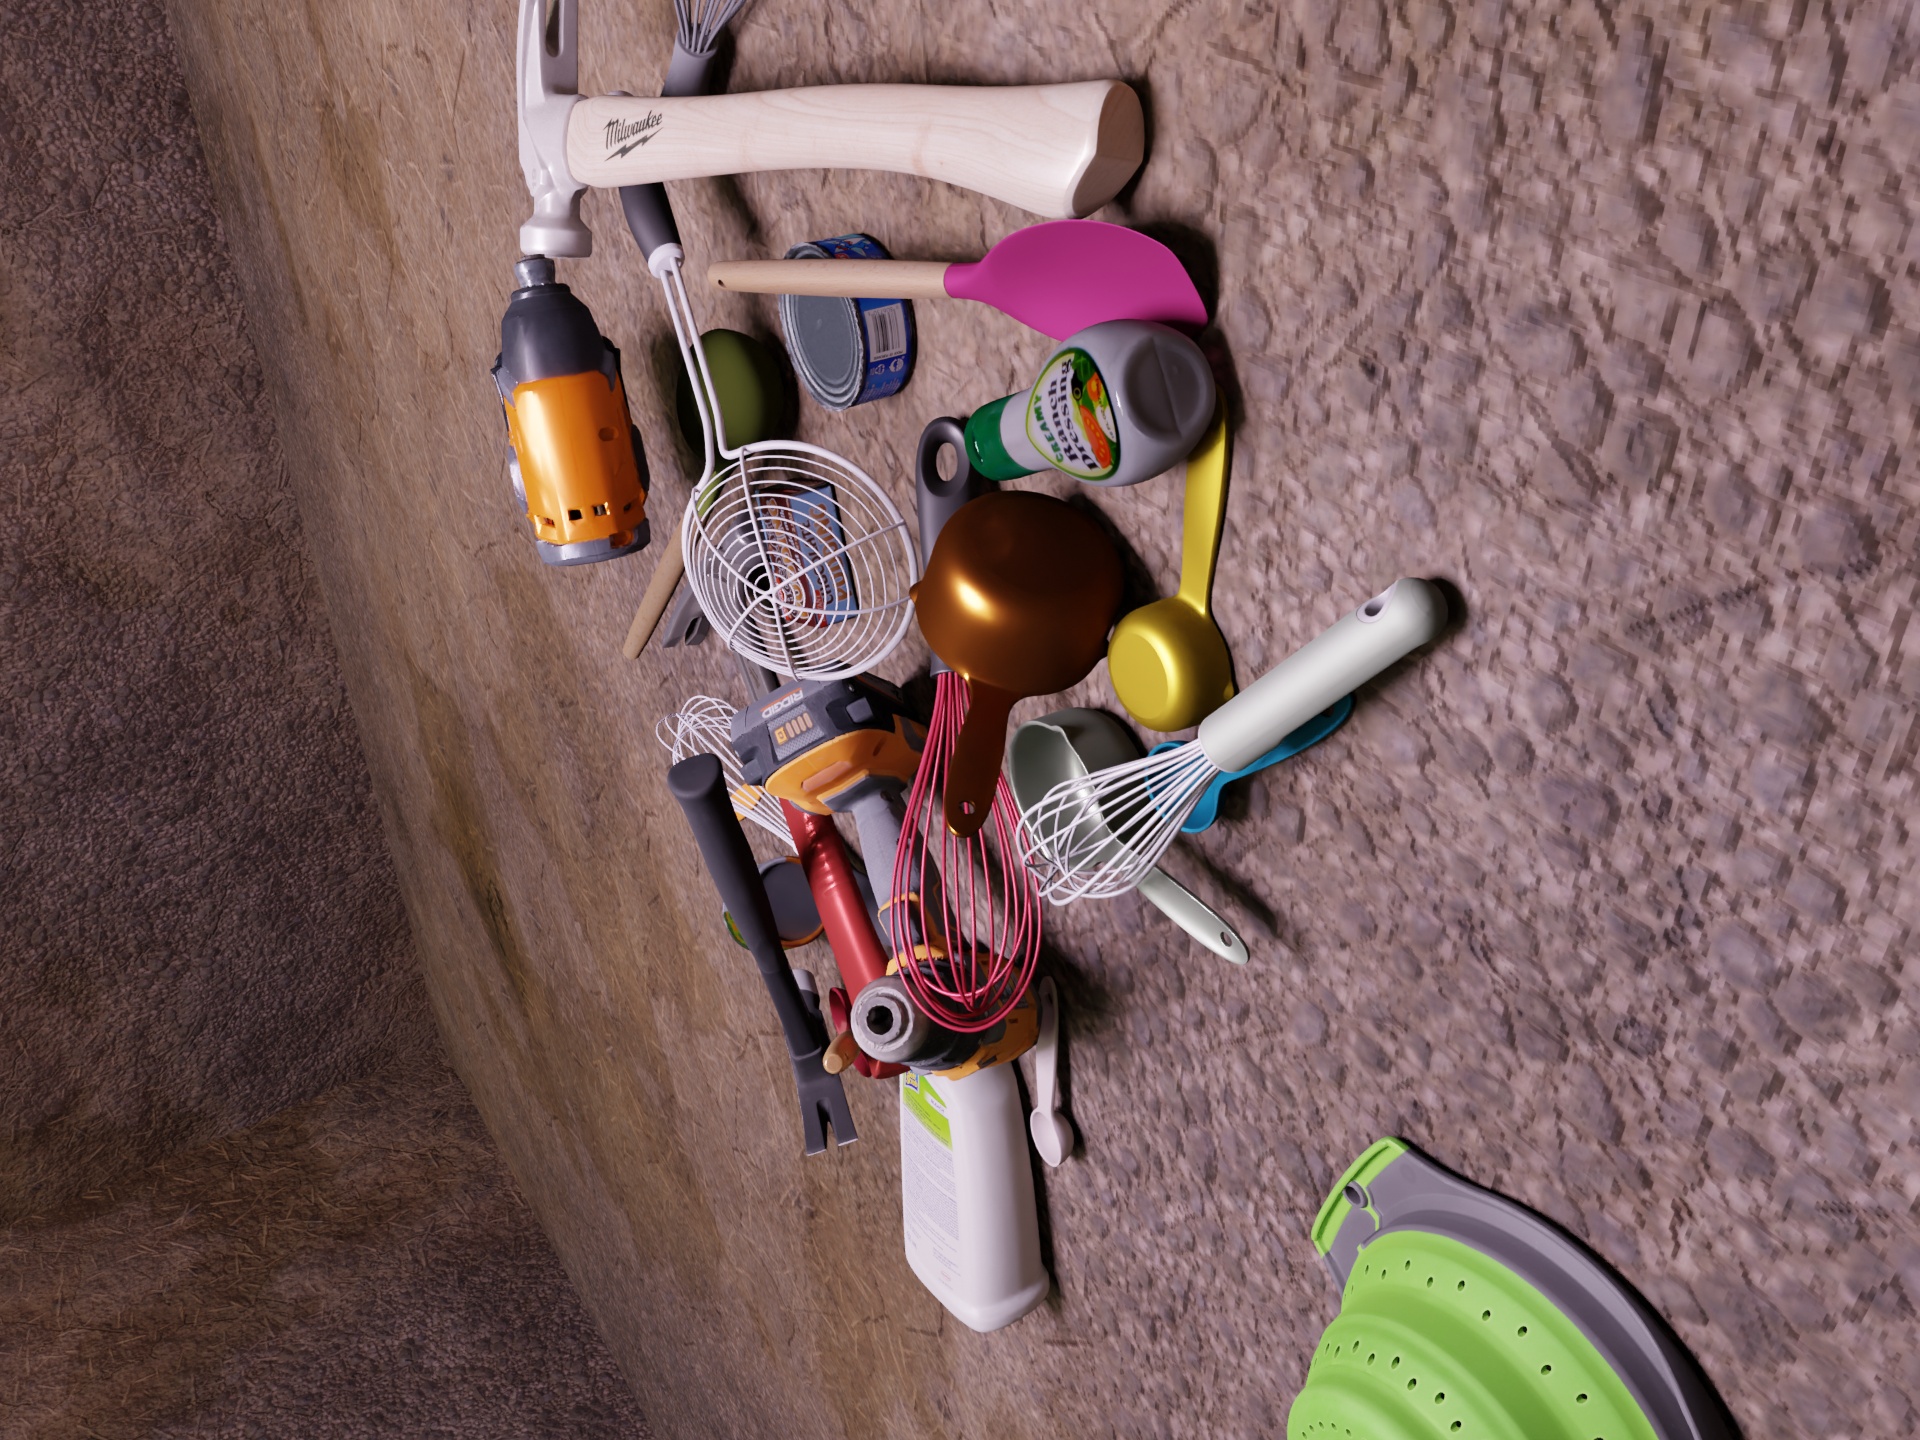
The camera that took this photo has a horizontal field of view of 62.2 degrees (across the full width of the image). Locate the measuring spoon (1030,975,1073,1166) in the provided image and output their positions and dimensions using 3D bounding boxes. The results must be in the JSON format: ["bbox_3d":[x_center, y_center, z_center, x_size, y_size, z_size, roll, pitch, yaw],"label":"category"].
[{"bbox_3d":[0.056,0.201,0.916,0.034,0.018,0.124,34,130,56],"label":"measuring spoon"}]

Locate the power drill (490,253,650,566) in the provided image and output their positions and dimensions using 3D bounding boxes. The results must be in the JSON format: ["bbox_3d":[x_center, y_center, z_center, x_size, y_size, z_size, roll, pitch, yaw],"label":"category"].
[{"bbox_3d":[-0.231,-0.182,0.934,0.227,0.084,0.164,-141,40,-73],"label":"power drill"}]

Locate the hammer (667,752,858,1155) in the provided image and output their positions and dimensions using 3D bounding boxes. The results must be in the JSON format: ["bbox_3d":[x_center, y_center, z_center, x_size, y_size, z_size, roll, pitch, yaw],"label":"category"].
[{"bbox_3d":[-0.121,0.139,0.983,0.334,0.035,0.146,78,173,-48],"label":"hammer"}]

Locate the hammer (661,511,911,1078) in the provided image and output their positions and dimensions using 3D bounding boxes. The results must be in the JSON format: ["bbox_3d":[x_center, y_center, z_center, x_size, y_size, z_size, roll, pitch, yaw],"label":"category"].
[{"bbox_3d":[-0.103,0.054,0.999,0.149,0.036,0.359,-48,57,48],"label":"hammer"}]

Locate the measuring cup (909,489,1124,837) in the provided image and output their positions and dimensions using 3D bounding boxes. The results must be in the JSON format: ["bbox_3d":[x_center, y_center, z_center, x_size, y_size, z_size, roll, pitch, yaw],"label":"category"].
[{"bbox_3d":[0.020,-0.030,0.671,0.052,0.095,0.174,110,176,-47],"label":"measuring cup"}]

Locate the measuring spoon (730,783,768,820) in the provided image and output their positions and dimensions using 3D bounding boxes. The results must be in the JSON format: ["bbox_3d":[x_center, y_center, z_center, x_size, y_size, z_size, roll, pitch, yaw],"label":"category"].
[{"bbox_3d":[-0.166,0.060,1.219,0.021,0.011,0.117,65,153,7],"label":"measuring spoon"}]

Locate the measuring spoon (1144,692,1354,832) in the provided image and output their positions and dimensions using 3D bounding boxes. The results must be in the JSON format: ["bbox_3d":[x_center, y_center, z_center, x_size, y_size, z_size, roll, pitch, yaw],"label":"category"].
[{"bbox_3d":[0.123,0.011,0.660,0.128,0.021,0.042,-37,79,53],"label":"measuring spoon"}]

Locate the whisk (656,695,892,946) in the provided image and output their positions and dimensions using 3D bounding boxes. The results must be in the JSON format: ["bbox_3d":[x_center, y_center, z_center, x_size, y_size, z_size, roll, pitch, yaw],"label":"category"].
[{"bbox_3d":[-0.120,0.068,1.103,0.285,0.070,0.070,39,141,36],"label":"whisk"}]

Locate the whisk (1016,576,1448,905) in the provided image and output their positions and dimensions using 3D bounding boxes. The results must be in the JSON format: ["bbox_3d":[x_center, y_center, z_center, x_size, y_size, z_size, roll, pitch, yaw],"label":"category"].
[{"bbox_3d":[0.100,0.014,0.630,0.059,0.058,0.246,37,138,-10],"label":"whisk"}]

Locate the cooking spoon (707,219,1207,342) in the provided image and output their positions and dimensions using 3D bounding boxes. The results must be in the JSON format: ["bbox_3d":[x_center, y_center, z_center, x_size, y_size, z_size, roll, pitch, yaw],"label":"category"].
[{"bbox_3d":[-0.019,-0.196,0.705,0.319,0.017,0.068,17,155,45],"label":"cooking spoon"}]

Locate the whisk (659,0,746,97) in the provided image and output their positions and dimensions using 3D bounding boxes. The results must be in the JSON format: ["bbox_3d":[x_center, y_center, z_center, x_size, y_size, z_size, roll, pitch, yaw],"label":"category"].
[{"bbox_3d":[-0.142,-0.364,0.847,0.055,0.055,0.239,65,157,8],"label":"whisk"}]

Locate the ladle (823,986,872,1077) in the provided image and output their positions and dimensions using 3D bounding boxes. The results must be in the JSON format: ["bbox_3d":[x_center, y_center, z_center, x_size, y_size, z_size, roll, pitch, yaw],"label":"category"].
[{"bbox_3d":[-0.073,0.207,1.022,0.315,0.031,0.069,100,147,-83],"label":"ladle"}]

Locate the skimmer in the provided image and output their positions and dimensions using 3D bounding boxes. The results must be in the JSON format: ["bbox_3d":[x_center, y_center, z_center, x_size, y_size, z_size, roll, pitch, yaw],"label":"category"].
[{"bbox_3d":[-0.123,-0.191,0.856,0.127,0.090,0.364,-34,62,30],"label":"skimmer"}]

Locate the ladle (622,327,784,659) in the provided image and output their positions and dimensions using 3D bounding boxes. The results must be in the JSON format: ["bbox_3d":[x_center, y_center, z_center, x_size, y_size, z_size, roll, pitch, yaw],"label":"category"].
[{"bbox_3d":[-0.184,-0.130,1.024,0.062,0.078,0.320,37,143,-3],"label":"ladle"}]

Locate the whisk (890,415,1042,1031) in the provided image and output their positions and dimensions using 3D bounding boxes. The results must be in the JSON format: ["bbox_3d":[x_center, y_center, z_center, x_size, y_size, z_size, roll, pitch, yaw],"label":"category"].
[{"bbox_3d":[-0.001,-0.002,0.756,0.073,0.073,0.296,159,111,-63],"label":"whisk"}]

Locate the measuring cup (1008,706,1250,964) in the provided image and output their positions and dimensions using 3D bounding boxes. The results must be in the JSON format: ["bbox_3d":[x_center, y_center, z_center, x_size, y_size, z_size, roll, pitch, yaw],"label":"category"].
[{"bbox_3d":[0.085,0.053,0.732,0.168,0.038,0.083,41,142,39],"label":"measuring cup"}]

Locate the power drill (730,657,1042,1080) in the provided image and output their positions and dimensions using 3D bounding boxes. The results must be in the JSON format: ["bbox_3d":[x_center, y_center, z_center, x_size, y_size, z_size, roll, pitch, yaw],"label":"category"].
[{"bbox_3d":[-0.042,0.083,0.845,0.226,0.084,0.185,64,-167,15],"label":"power drill"}]

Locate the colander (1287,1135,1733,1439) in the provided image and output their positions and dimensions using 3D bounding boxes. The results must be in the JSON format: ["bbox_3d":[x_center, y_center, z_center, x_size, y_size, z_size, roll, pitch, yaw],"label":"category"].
[{"bbox_3d":[0.241,0.351,0.587,0.397,0.094,0.204,52,148,30],"label":"colander"}]

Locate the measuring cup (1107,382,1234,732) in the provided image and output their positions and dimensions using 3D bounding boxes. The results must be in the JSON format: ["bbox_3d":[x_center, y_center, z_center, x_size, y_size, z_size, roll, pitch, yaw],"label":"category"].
[{"bbox_3d":[0.087,-0.063,0.652,0.062,0.029,0.156,41,141,42],"label":"measuring cup"}]

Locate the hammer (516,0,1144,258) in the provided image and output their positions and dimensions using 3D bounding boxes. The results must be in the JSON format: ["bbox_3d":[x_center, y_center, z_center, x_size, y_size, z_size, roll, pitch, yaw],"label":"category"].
[{"bbox_3d":[-0.084,-0.279,0.727,0.411,0.038,0.146,18,112,42],"label":"hammer"}]
